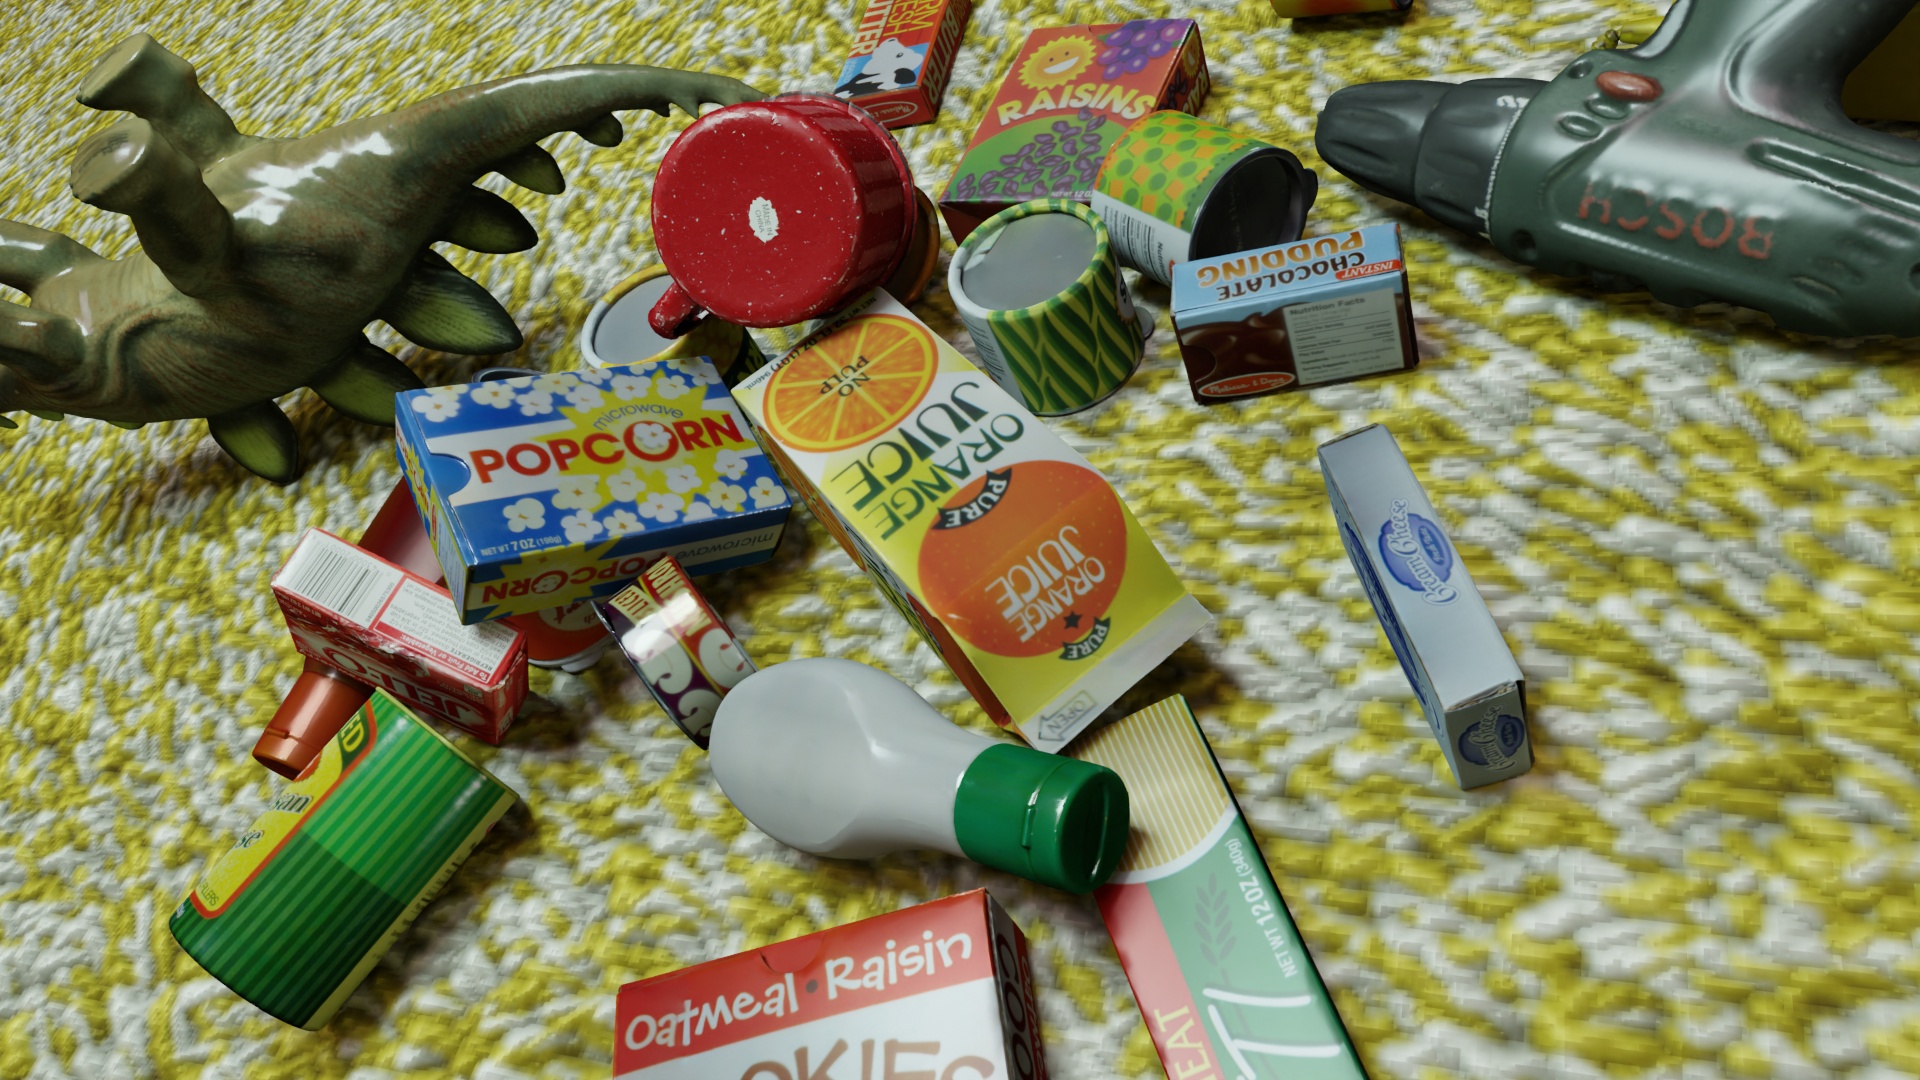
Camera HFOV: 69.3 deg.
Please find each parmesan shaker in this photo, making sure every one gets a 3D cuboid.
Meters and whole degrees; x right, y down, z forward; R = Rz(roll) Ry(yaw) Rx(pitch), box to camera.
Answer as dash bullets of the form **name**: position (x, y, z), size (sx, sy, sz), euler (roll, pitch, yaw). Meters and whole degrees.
- **parmesan shaker**: position (-0.219, 0.113, 0.498), size (0.071, 0.071, 0.103), euler (23, 66, 36)

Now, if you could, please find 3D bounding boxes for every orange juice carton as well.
- **orange juice carton**: position (0.002, -0.006, 0.491), size (0.072, 0.072, 0.193), euler (-37, 49, -9)

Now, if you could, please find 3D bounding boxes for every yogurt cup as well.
- **yogurt cup**: position (-0.169, 0.010, 0.568), size (0.072, 0.053, 0.073), euler (-13, 49, 15)

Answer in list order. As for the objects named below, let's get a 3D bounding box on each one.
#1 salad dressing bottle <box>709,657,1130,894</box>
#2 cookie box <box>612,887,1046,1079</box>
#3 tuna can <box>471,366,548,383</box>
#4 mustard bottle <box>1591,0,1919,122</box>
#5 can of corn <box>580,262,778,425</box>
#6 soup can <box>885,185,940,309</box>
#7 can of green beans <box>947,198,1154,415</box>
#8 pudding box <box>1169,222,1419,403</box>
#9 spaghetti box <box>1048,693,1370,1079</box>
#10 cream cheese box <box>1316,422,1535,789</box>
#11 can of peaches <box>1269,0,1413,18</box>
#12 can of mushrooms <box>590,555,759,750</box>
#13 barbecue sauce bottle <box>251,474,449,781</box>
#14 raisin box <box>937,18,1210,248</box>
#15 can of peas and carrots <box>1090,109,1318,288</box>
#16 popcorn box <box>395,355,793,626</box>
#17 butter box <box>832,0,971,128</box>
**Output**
- **salad dressing bottle**: position (-0.017, 0.074, 0.435), size (0.147, 0.044, 0.064), euler (7, 89, 42)
- **cookie box**: position (-0.033, 0.190, 0.374), size (0.123, 0.040, 0.168), euler (-18, 49, 10)
- **tuna can**: position (-0.184, -0.049, 0.612), size (0.071, 0.071, 0.032), euler (38, 114, 40)
- **mustard bottle**: position (0.313, -0.186, 0.502), size (0.160, 0.065, 0.049), euler (15, 66, 37)
- **can of corn**: position (-0.123, -0.082, 0.617), size (0.071, 0.058, 0.071), euler (-12, 51, 15)
- **soup can**: position (-0.058, -0.141, 0.632), size (0.084, 0.071, 0.071), euler (31, 71, 37)
- **can of green beans**: position (0.035, -0.094, 0.555), size (0.071, 0.057, 0.071), euler (-12, 50, 15)
- **pudding box**: position (0.123, -0.083, 0.513), size (0.083, 0.049, 0.030), euler (-9, 50, 18)
- **spaghetti box**: position (0.084, 0.150, 0.361), size (0.050, 0.028, 0.251), euler (-26, 48, 5)
- **cream cheese box**: position (0.141, 0.019, 0.423), size (0.024, 0.053, 0.104), euler (-22, 48, 10)
- **can of peaches**: position (0.172, -0.273, 0.627), size (0.058, 0.071, 0.071), euler (7, 58, 30)
- **can of mushrooms**: position (-0.100, 0.039, 0.503), size (0.033, 0.070, 0.071), euler (-36, 48, -8)
- **barbecue sauce bottle**: position (-0.241, 0.033, 0.589), size (0.065, 0.043, 0.149), euler (9, 59, 24)
- **raisin box**: position (0.053, -0.182, 0.630), size (0.086, 0.040, 0.124), euler (7, 57, 30)
- **can of peas and carrots**: position (0.096, -0.134, 0.554), size (0.071, 0.070, 0.059), euler (-43, 49, -12)
- **popcorn box**: position (-0.139, -0.023, 0.530), size (0.127, 0.038, 0.085), euler (-12, 58, -34)
- **butter box**: position (-0.030, -0.261, 0.739), size (0.053, 0.024, 0.104), euler (-2, 53, 24)
